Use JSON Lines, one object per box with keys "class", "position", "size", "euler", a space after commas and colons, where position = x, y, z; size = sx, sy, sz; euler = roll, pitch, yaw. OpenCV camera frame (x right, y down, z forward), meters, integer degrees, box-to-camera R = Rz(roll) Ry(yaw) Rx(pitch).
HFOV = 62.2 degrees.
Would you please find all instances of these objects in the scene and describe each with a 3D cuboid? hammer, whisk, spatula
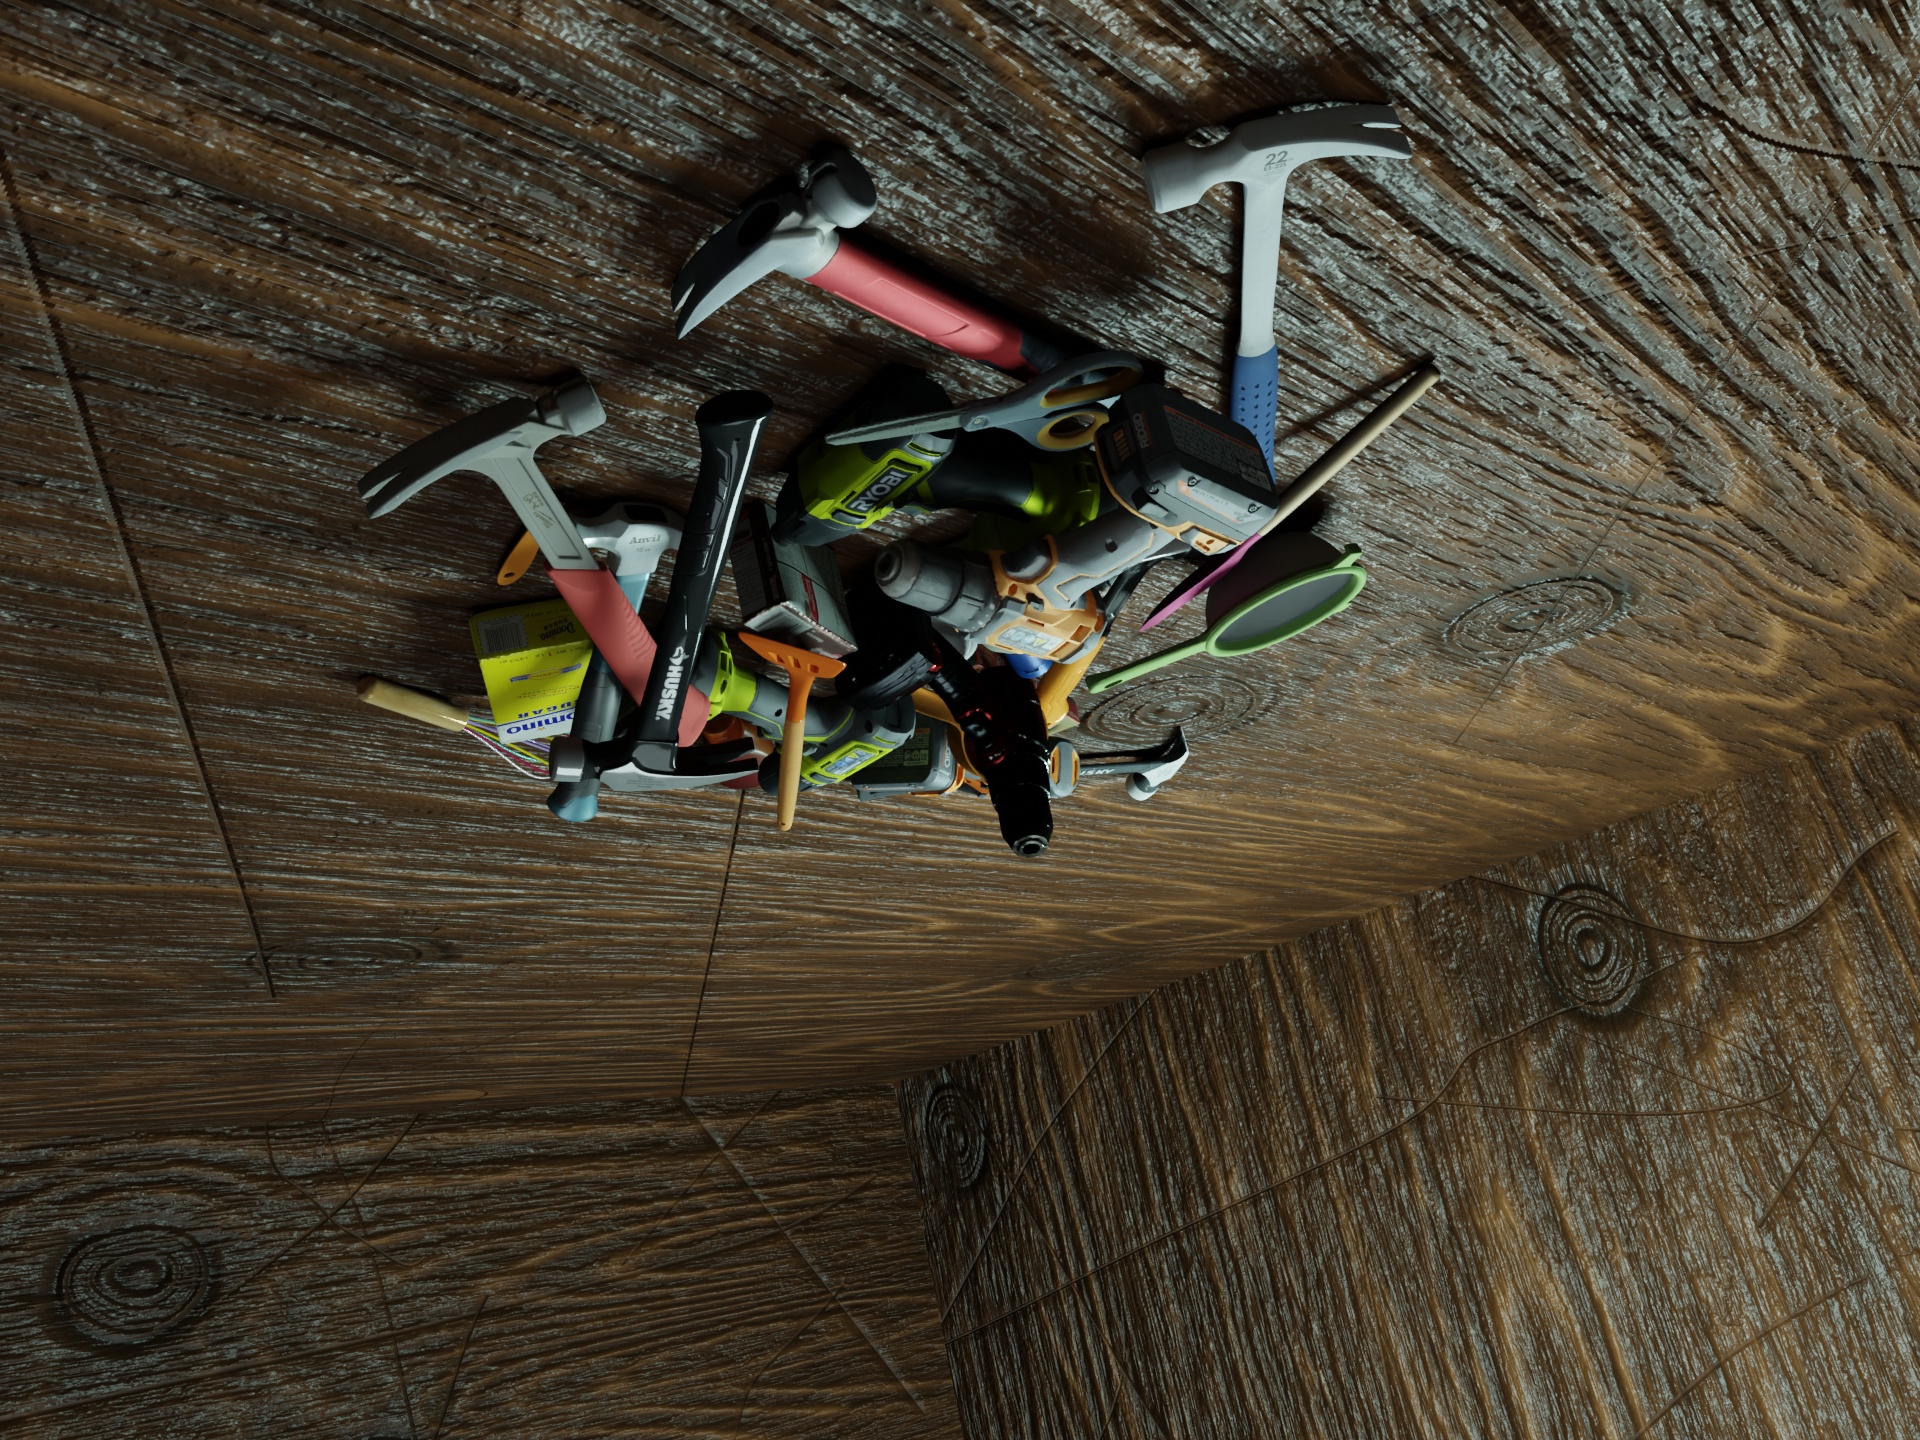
{"class": "hammer", "position": [-0.255, -0.078, 1.076], "size": [0.149, 0.037, 0.358], "euler": [-28, 149, -6]}
{"class": "hammer", "position": [0.106, -0.070, 1.389], "size": [0.127, 0.034, 0.336], "euler": [-17, 161, -21]}
{"class": "whisk", "position": [-0.405, 0.006, 1.346], "size": [0.051, 0.047, 0.244], "euler": [-21, 155, 25]}
{"class": "hammer", "position": [-0.269, -0.034, 1.197], "size": [0.128, 0.033, 0.330], "euler": [-11, 144, -32]}
{"class": "hammer", "position": [0.072, 0.060, 1.790], "size": [0.408, 0.036, 0.149], "euler": [-3, 157, -25]}
{"class": "spatula", "position": [-0.136, 0.015, 1.263], "size": [0.081, 0.041, 0.322], "euler": [17, 147, 1]}
{"class": "hammer", "position": [0.007, -0.227, 0.981], "size": [0.143, 0.038, 0.386], "euler": [-26, 156, 35]}
{"class": "hammer", "position": [0.198, -0.251, 1.036], "size": [0.144, 0.035, 0.405], "euler": [-14, 160, 4]}
{"class": "hammer", "position": [-0.176, -0.075, 1.061], "size": [0.146, 0.035, 0.334], "euler": [4, 133, -23]}

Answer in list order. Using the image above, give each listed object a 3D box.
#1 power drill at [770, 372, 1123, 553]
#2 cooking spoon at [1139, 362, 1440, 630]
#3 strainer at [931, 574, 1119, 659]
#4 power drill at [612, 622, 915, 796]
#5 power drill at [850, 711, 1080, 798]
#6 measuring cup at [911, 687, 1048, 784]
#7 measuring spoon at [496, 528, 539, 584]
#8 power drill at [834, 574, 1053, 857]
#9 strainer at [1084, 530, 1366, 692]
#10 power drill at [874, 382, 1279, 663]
{"class": "power drill", "position": [-0.010, -0.154, 1.117], "size": [0.223, 0.080, 0.171], "euler": [10, 149, -39]}
{"class": "cooking spoon", "position": [0.250, -0.166, 1.242], "size": [0.319, 0.017, 0.069], "euler": [-43, 169, 36]}
{"class": "strainer", "position": [0.034, -0.085, 1.378], "size": [0.258, 0.050, 0.086], "euler": [-22, 144, 15]}
{"class": "power drill", "position": [-0.178, 0.001, 1.355], "size": [0.228, 0.080, 0.190], "euler": [18, 147, -36]}
{"class": "power drill", "position": [-0.008, 0.041, 1.598], "size": [0.164, 0.084, 0.226], "euler": [-4, 171, 39]}
{"class": "measuring cup", "position": [-0.005, -0.004, 1.453], "size": [0.173, 0.095, 0.052], "euler": [23, 177, -22]}
{"class": "measuring spoon", "position": [-0.306, -0.123, 1.112], "size": [0.021, 0.011, 0.117], "euler": [-12, 166, -33]}
{"class": "power drill", "position": [-0.002, -0.004, 1.289], "size": [0.080, 0.188, 0.226], "euler": [-31, 133, 22]}
{"class": "strainer", "position": [0.220, -0.099, 1.380], "size": [0.256, 0.069, 0.151], "euler": [-22, 163, 4]}
{"class": "power drill", "position": [0.070, -0.123, 1.045], "size": [0.185, 0.084, 0.226], "euler": [14, 142, -40]}
